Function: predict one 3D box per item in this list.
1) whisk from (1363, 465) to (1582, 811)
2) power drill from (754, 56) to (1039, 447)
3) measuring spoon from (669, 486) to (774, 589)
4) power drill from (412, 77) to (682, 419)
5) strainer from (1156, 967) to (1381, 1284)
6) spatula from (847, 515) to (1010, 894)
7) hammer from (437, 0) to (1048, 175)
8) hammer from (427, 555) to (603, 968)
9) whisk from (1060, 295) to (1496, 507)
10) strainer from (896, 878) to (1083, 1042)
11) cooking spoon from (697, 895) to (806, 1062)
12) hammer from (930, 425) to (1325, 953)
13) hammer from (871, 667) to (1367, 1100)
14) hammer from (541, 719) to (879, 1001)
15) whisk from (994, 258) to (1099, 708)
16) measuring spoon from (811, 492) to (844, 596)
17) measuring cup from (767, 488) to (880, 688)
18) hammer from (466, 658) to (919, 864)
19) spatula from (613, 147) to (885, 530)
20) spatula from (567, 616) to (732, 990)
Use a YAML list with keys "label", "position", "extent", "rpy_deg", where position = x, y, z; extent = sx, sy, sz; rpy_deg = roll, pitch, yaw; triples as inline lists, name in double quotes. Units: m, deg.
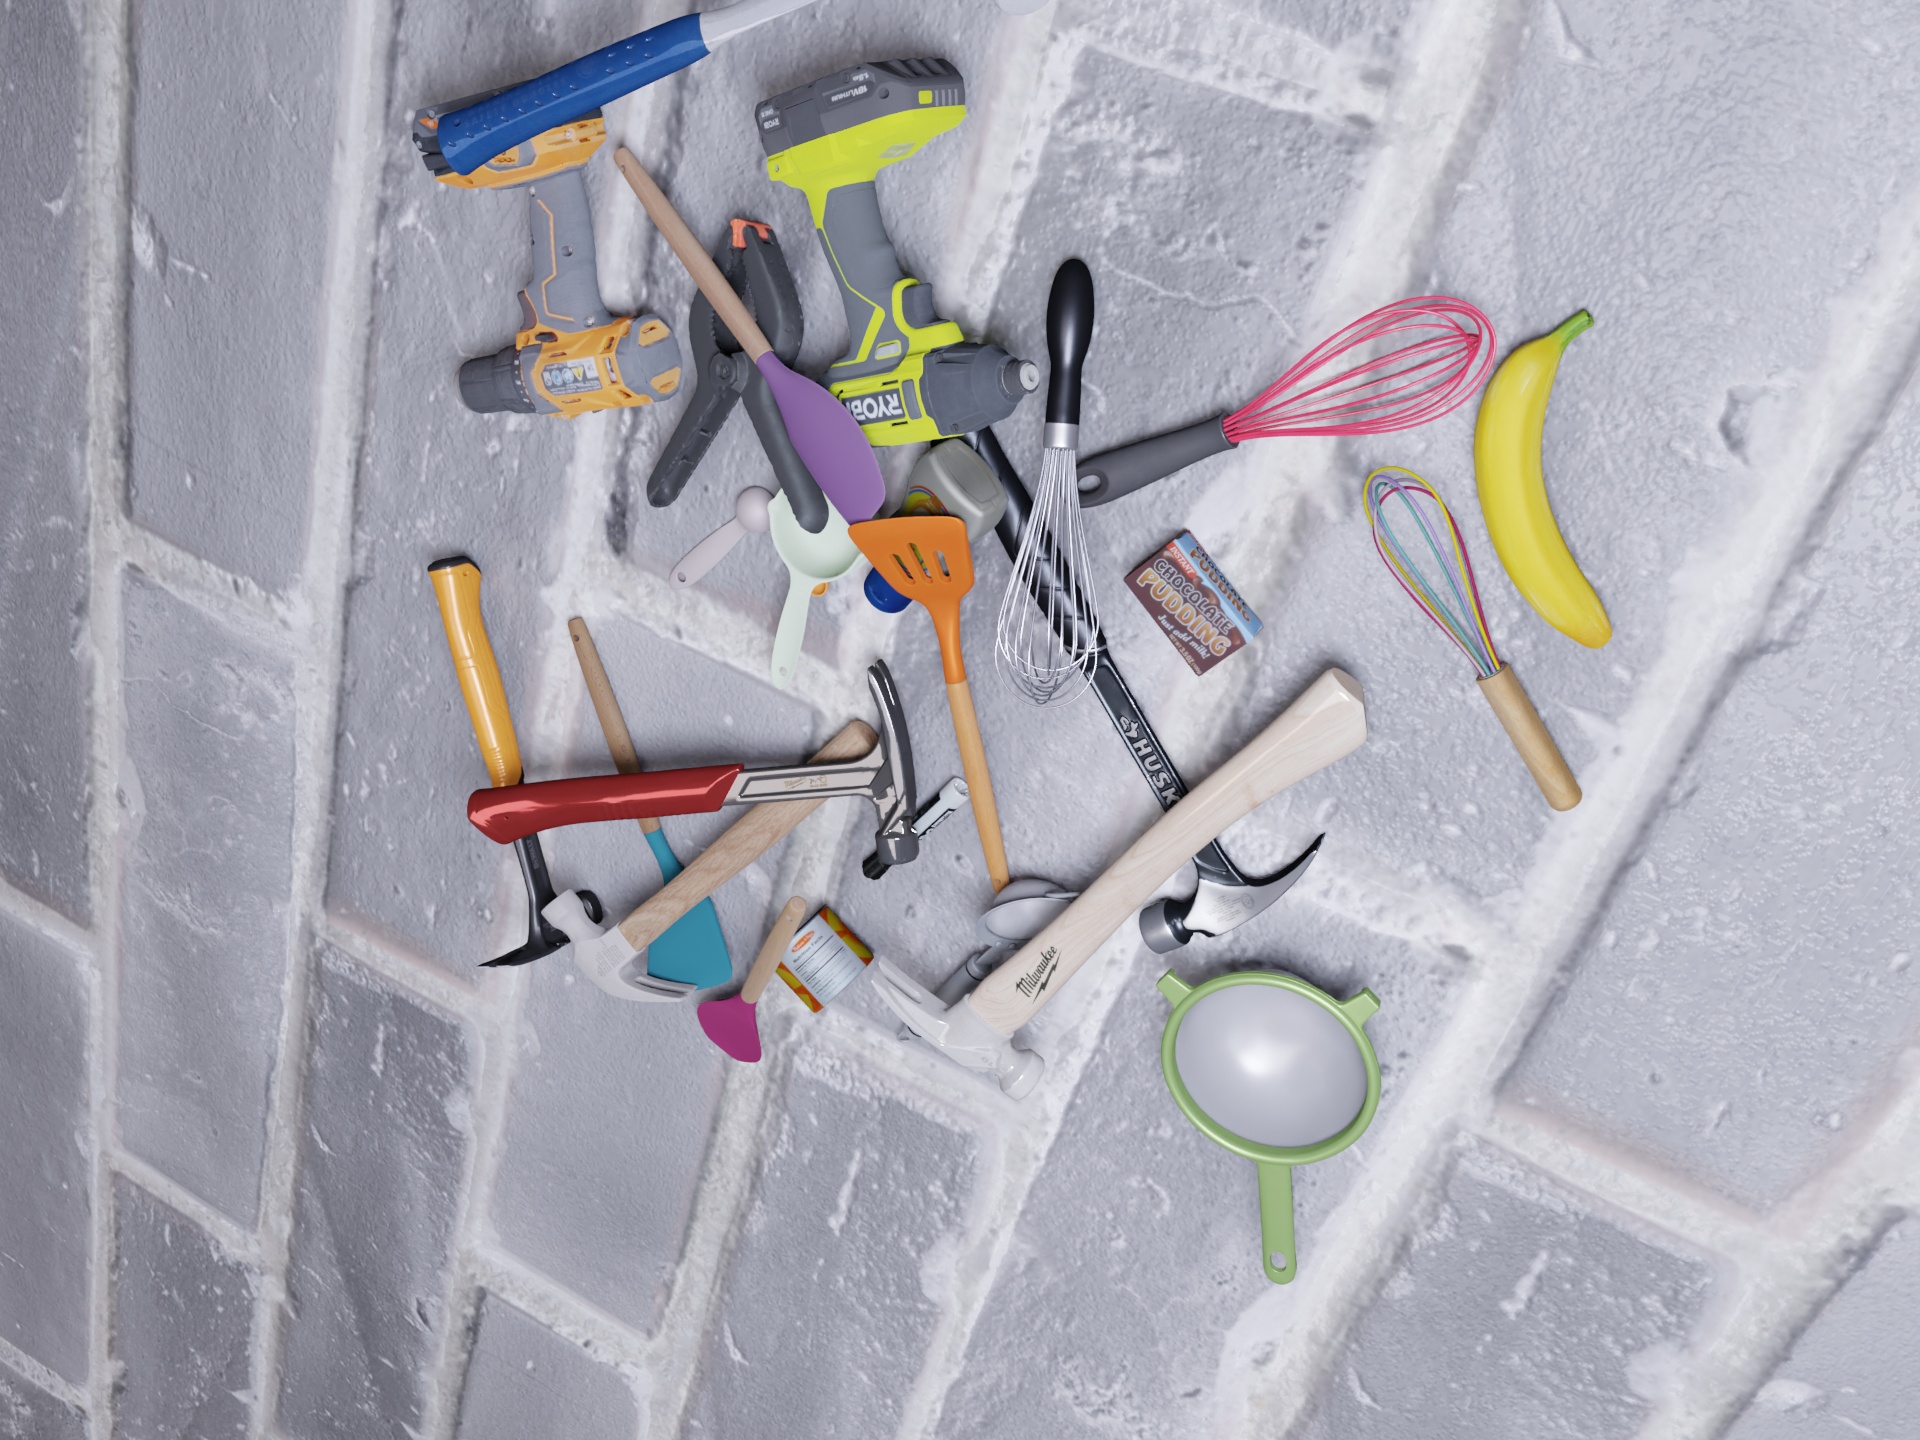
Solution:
- label: "whisk"
  position: [0.315, -0.048, 0.968]
  extent: [0.047, 0.051, 0.245]
  rpy_deg: [-28, 100, 26]
- label: "power drill"
  position: [-0.038, -0.287, 0.996]
  extent: [0.171, 0.080, 0.223]
  rpy_deg: [0, 109, 42]
- label: "measuring spoon"
  position: [-0.182, -0.130, 1.184]
  extent: [0.124, 0.018, 0.034]
  rpy_deg: [-35, 94, 33]
- label: "power drill"
  position: [-0.310, -0.325, 1.131]
  extent: [0.185, 0.084, 0.226]
  rpy_deg: [-2, 115, 27]
- label: "strainer"
  position: [0.227, 0.279, 1.131]
  extent: [0.151, 0.069, 0.256]
  rpy_deg: [2, 112, 23]
- label: "spatula"
  position: [-0.002, -0.004, 1.107]
  extent: [0.081, 0.041, 0.322]
  rpy_deg: [-2, 122, 19]
- label: "hammer"
  position: [-0.144, -0.424, 0.961]
  extent: [0.405, 0.035, 0.144]
  rpy_deg: [-14, 73, 20]
- label: "hammer"
  position: [-0.381, 0.033, 1.301]
  extent: [0.034, 0.127, 0.336]
  rpy_deg: [-6, 102, 28]
- label: "whisk"
  position: [0.181, -0.183, 0.969]
  extent: [0.296, 0.073, 0.073]
  rpy_deg: [-16, 103, 36]
- label: "strainer"
  position: [0.017, 0.181, 1.208]
  extent: [0.086, 0.050, 0.258]
  rpy_deg: [15, 135, -30]
- label: "cooking spoon"
  position: [-0.160, 0.207, 1.251]
  extent: [0.069, 0.017, 0.318]
  rpy_deg: [38, 146, 5]
- label: "hammer"
  position: [0.098, -0.036, 1.081]
  extent: [0.149, 0.036, 0.409]
  rpy_deg: [-27, 98, 31]
- label: "hammer"
  position: [0.109, 0.103, 1.077]
  extent: [0.146, 0.038, 0.410]
  rpy_deg: [38, 119, -9]
- label: "hammer"
  position: [-0.184, 0.111, 1.247]
  extent: [0.331, 0.031, 0.130]
  rpy_deg: [-39, 91, 22]
- label: "whisk"
  position: [0.061, -0.149, 1.014]
  extent: [0.070, 0.070, 0.284]
  rpy_deg: [6, 97, 23]
- label: "measuring spoon"
  position: [-0.091, -0.143, 1.143]
  extent: [0.021, 0.011, 0.116]
  rpy_deg: [25, 116, 18]
- label: "measuring cup"
  position: [-0.104, -0.099, 1.135]
  extent: [0.083, 0.038, 0.167]
  rpy_deg: [27, 118, 18]
- label: "hammer"
  position: [-0.209, 0.045, 1.198]
  extent: [0.359, 0.037, 0.149]
  rpy_deg: [-5, 104, 16]
- label: "spatula"
  position: [-0.142, -0.261, 1.051]
  extent: [0.316, 0.018, 0.059]
  rpy_deg: [55, 134, 12]
- label: "spatula"
  position: [-0.263, 0.069, 1.293]
  extent: [0.082, 0.044, 0.317]
  rpy_deg: [-13, 104, 21]
